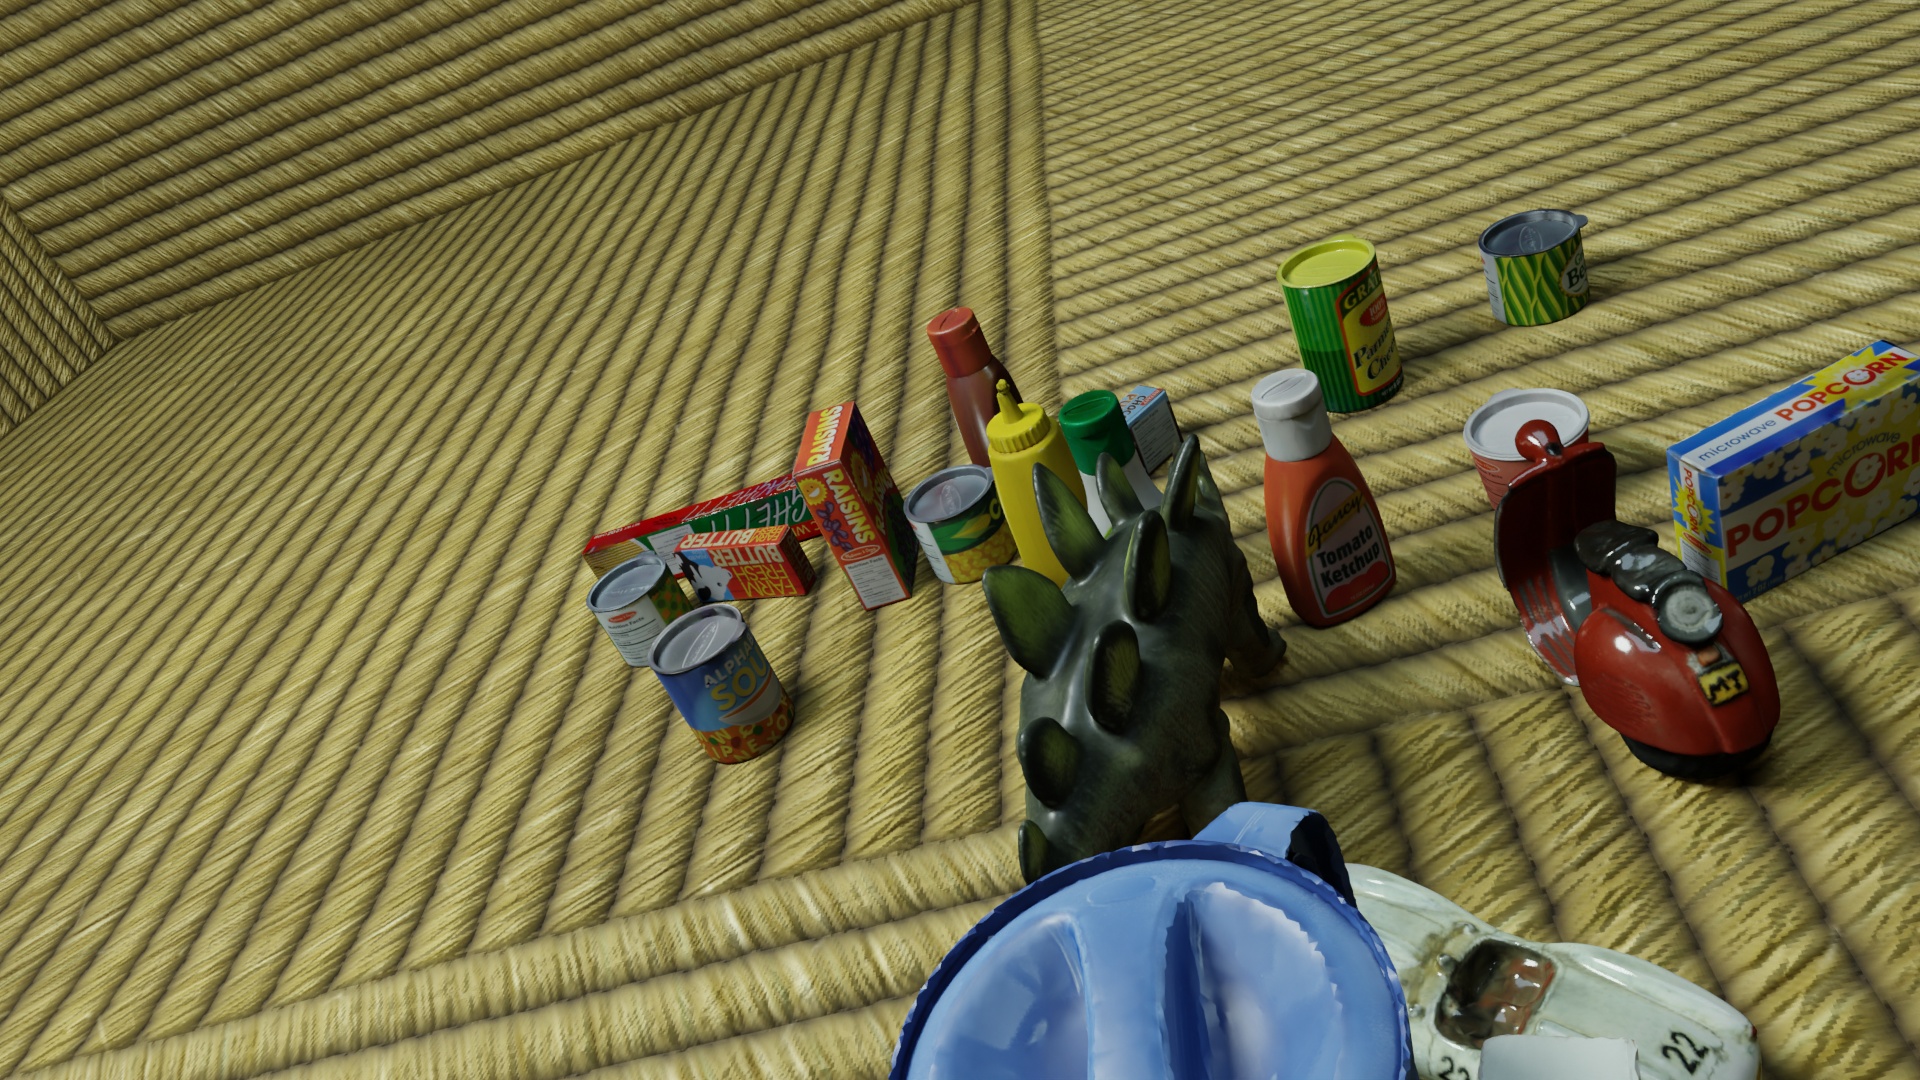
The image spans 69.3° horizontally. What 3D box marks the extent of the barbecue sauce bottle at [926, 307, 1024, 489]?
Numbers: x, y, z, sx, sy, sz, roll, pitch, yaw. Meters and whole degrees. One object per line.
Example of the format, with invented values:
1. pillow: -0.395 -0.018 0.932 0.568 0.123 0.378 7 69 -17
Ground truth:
1. barbecue sauce bottle: 0.019 -0.098 1.011 0.043 0.148 0.065 -4 36 31

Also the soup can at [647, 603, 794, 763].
1. soup can: -0.152 0.093 0.904 0.071 0.083 0.072 -18 31 12

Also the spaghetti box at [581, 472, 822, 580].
1. spaghetti box: -0.181 -0.011 1.116 0.250 0.050 0.029 -17 32 13

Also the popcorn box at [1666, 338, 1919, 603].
1. popcorn box: 0.420 -0.033 0.692 0.127 0.085 0.038 -27 31 -3

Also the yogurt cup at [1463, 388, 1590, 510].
1. yogurt cup: 0.332 -0.048 0.807 0.072 0.053 0.073 -18 31 11

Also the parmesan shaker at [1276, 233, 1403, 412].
1. parmesan shaker: 0.265 -0.150 0.962 0.071 0.102 0.072 -18 31 12

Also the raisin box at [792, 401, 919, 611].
1. raisin box: -0.072 -0.025 0.990 0.040 0.123 0.086 -16 32 15

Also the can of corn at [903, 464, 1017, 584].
1. can of corn: 0.003 -0.012 0.980 0.071 0.058 0.071 -18 31 12

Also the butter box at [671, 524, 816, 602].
1. butter box: -0.164 0.018 1.056 0.103 0.053 0.024 -5 36 29

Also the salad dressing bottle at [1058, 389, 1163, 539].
1. salad dressing bottle: 0.099 -0.021 0.838 0.064 0.147 0.044 -19 31 11

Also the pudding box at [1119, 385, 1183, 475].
1. pudding box: 0.118 -0.068 0.993 0.084 0.049 0.030 -41 34 -25

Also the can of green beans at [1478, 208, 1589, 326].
1. can of green beans: 0.402 -0.191 0.973 0.071 0.057 0.071 -18 31 12

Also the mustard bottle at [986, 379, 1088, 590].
1. mustard bottle: 0.052 -0.038 0.886 0.049 0.159 0.066 -1 38 35

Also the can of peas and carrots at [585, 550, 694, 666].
1. can of peas and carrots: -0.239 0.052 1.053 0.071 0.058 0.071 -18 31 12

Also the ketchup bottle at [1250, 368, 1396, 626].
1. ketchup bottle: 0.198 -0.025 0.774 0.065 0.148 0.043 -30 31 -9
